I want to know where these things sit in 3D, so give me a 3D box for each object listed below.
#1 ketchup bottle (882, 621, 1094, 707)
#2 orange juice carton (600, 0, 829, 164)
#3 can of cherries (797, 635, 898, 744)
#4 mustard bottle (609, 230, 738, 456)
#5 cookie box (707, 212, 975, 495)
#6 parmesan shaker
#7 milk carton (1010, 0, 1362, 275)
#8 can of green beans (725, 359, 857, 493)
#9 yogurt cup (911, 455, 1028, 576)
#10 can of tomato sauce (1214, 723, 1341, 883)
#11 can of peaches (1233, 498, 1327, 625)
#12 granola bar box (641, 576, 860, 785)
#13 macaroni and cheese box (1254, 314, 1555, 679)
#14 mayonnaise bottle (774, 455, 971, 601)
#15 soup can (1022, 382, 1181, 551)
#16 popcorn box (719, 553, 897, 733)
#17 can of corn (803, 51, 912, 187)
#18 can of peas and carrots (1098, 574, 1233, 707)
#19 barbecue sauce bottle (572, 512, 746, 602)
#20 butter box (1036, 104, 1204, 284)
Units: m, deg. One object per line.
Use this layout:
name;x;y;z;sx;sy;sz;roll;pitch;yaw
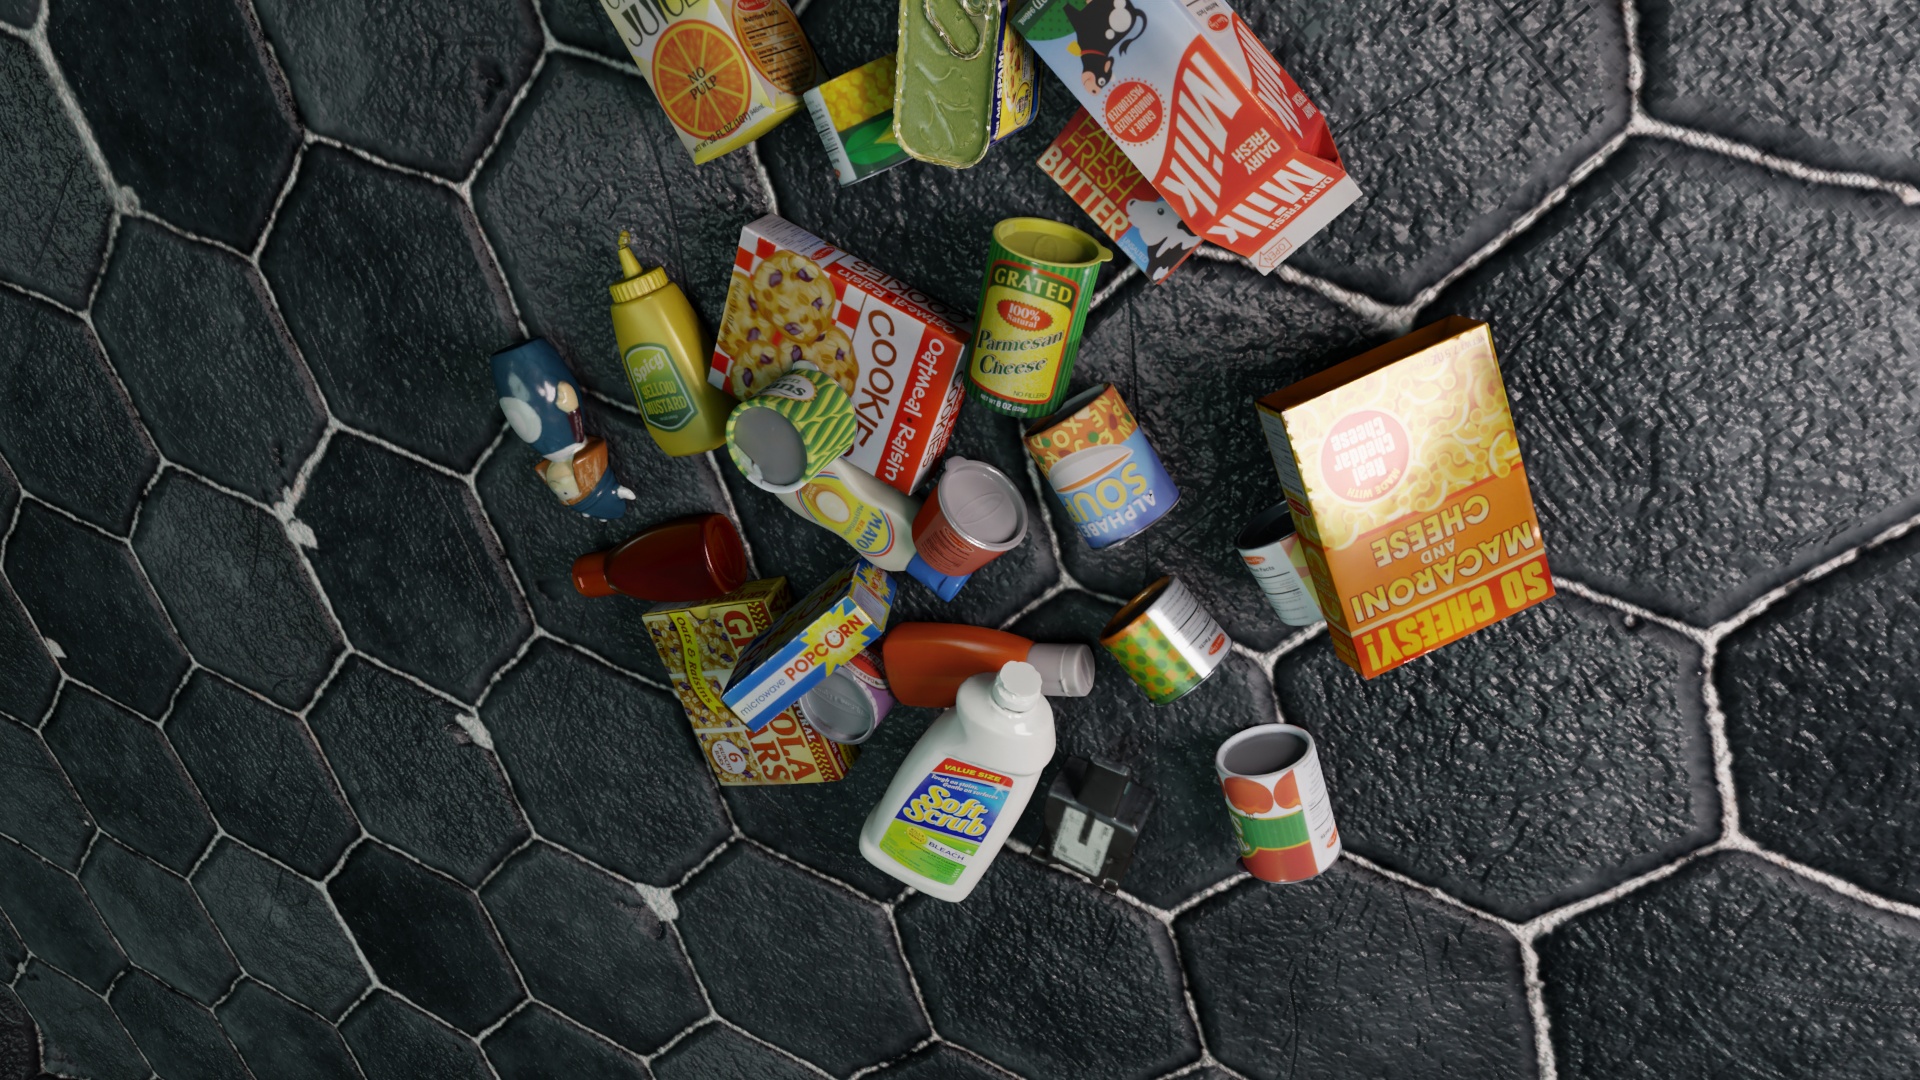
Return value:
ketchup bottle;0.020;0.090;0.985;0.149;0.044;0.064;0;123;27
orange juice carton;-0.164;-0.332;0.824;0.071;0.073;0.192;-21;105;34
can of cherries;-0.078;0.107;1.036;0.071;0.059;0.071;13;122;22
mustard bottle;-0.209;-0.138;0.971;0.065;0.049;0.159;-9;112;29
cookie box;-0.077;-0.122;0.919;0.167;0.040;0.122;29;126;11
parmesan shaker;0.045;-0.132;0.834;0.071;0.072;0.102;22;125;15
milk carton;0.124;-0.232;0.732;0.190;0.074;0.072;47;127;-4
can of green beans;-0.110;-0.071;0.900;0.071;0.058;0.071;13;122;22
yogurt cup;0.003;-0.012;0.925;0.072;0.073;0.053;44;136;-2
can of tomato sauce;0.208;0.173;0.920;0.071;0.071;0.082;-7;113;30
can of peaches;0.209;0.008;0.830;0.071;0.071;0.058;-25;104;35
granola bar box;-0.165;0.115;1.097;0.124;0.039;0.165;-9;113;30
macaroni and cheese box;0.248;-0.023;0.768;0.124;0.040;0.166;-23;109;-4
mayonnaise bottle;-0.057;-0.015;0.967;0.148;0.041;0.064;36;126;5
soup can;0.086;-0.045;0.858;0.071;0.072;0.083;-26;103;35
popcorn box;-0.107;0.071;0.988;0.126;0.085;0.038;-38;104;16
can of corn;-0.049;-0.249;0.818;0.071;0.071;0.058;-13;110;32
can of peas and carrots;0.131;0.066;0.900;0.058;0.071;0.070;49;127;-4
barbecue sauce bottle;-0.237;0.019;1.078;0.148;0.044;0.064;-9;105;31
butter box;0.097;-0.201;0.794;0.103;0.024;0.053;45;128;-2
